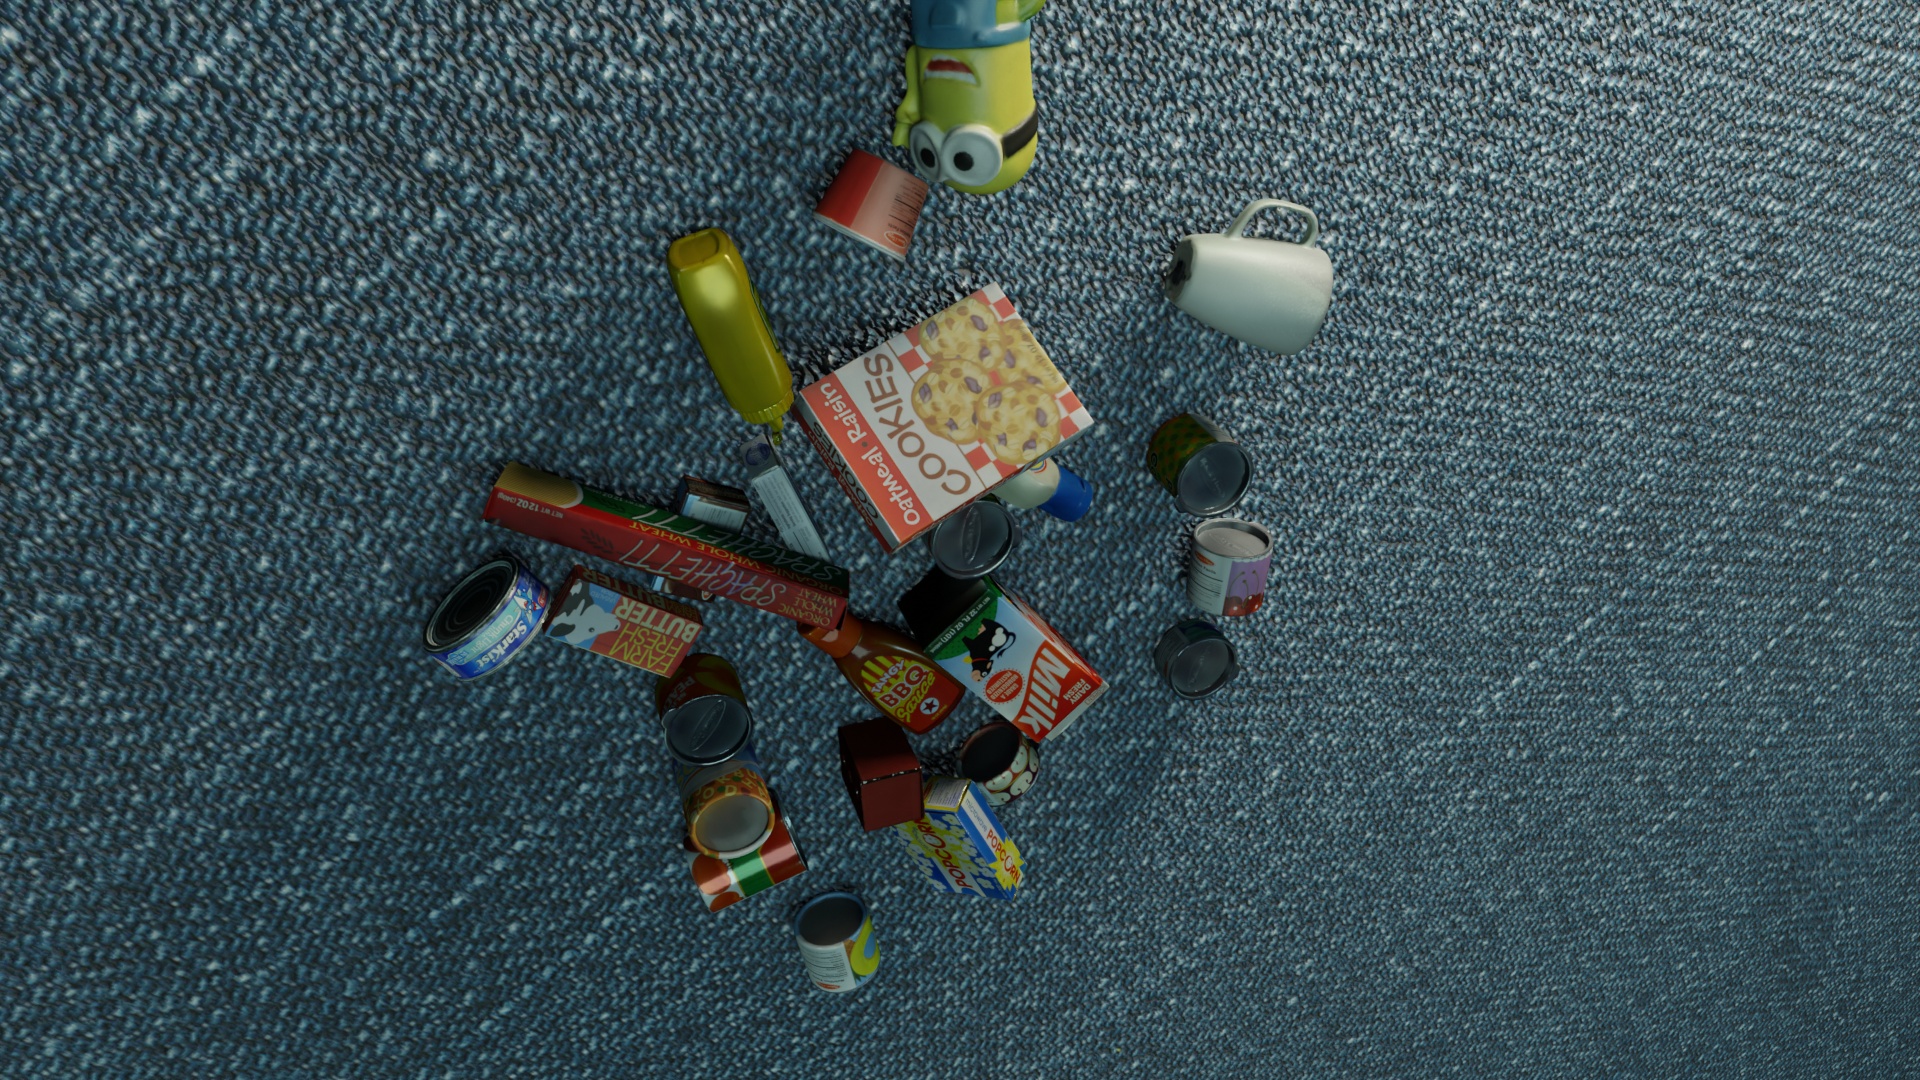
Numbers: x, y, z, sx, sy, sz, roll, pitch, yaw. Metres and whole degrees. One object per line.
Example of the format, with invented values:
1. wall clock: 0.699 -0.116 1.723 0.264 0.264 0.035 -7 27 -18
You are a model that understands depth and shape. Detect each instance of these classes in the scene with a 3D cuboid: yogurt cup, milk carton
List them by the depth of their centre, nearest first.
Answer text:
1. yogurt cup: -0.056 -0.221 0.908 0.072 0.072 0.054 22 100 -30
2. milk carton: 0.043 0.094 1.118 0.072 0.074 0.190 -43 125 6

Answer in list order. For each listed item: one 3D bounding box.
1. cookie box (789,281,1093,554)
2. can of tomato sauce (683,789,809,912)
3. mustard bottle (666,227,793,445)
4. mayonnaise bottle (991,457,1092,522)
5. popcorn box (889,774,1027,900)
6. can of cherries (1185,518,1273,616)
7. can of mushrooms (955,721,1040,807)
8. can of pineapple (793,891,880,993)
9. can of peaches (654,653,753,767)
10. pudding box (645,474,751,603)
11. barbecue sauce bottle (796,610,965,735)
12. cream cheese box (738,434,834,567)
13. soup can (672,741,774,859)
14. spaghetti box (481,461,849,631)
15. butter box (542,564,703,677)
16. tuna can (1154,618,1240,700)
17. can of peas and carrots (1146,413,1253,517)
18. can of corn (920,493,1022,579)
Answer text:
1. cookie box: -0.012 -0.085 0.952 0.168 0.040 0.123 -32 85 -20
2. can of tomato sauce: -0.174 0.252 1.125 0.083 0.071 0.071 -24 124 -7
3. mustard bottle: -0.146 -0.128 0.927 0.049 0.065 0.159 -22 131 -2
4. mayonnaise bottle: 0.036 -0.057 1.039 0.148 0.065 0.041 26 124 -35
5. popcorn box: -0.008 0.250 1.178 0.126 0.085 0.038 61 42 -35
6. can of cherries: 0.225 0.022 1.155 0.071 0.072 0.058 -8 120 -18
7. can of mushrooms: 0.032 0.186 1.170 0.071 0.071 0.033 -37 124 1
8. can of pineapple: -0.106 0.347 1.206 0.071 0.071 0.057 -18 123 -11
9. can of peaches: -0.197 0.127 1.050 0.071 0.058 0.071 -9 121 -16
10. pudding box: -0.189 0.000 0.998 0.050 0.030 0.083 14 112 -29
11. barbecue sauce bottle: -0.065 0.095 1.093 0.065 0.044 0.148 -45 124 8
12. cream cheese box: -0.123 -0.022 0.998 0.024 0.053 0.103 -27 124 -3
13. soup can: -0.185 0.193 1.076 0.071 0.084 0.071 -9 120 -16
14. spaghetti box: -0.195 0.005 0.950 0.250 0.050 0.028 19 111 -13
15. butter box: -0.246 0.060 1.013 0.103 0.024 0.053 24 107 -30
16. tuna can: 0.207 0.104 1.213 0.071 0.033 0.070 -10 121 -16
17. can of peas and carrots: 0.187 -0.058 1.098 0.071 0.059 0.070 -9 121 -16
18. can of corn: 0.004 -0.013 1.051 0.071 0.058 0.070 -10 121 -17
